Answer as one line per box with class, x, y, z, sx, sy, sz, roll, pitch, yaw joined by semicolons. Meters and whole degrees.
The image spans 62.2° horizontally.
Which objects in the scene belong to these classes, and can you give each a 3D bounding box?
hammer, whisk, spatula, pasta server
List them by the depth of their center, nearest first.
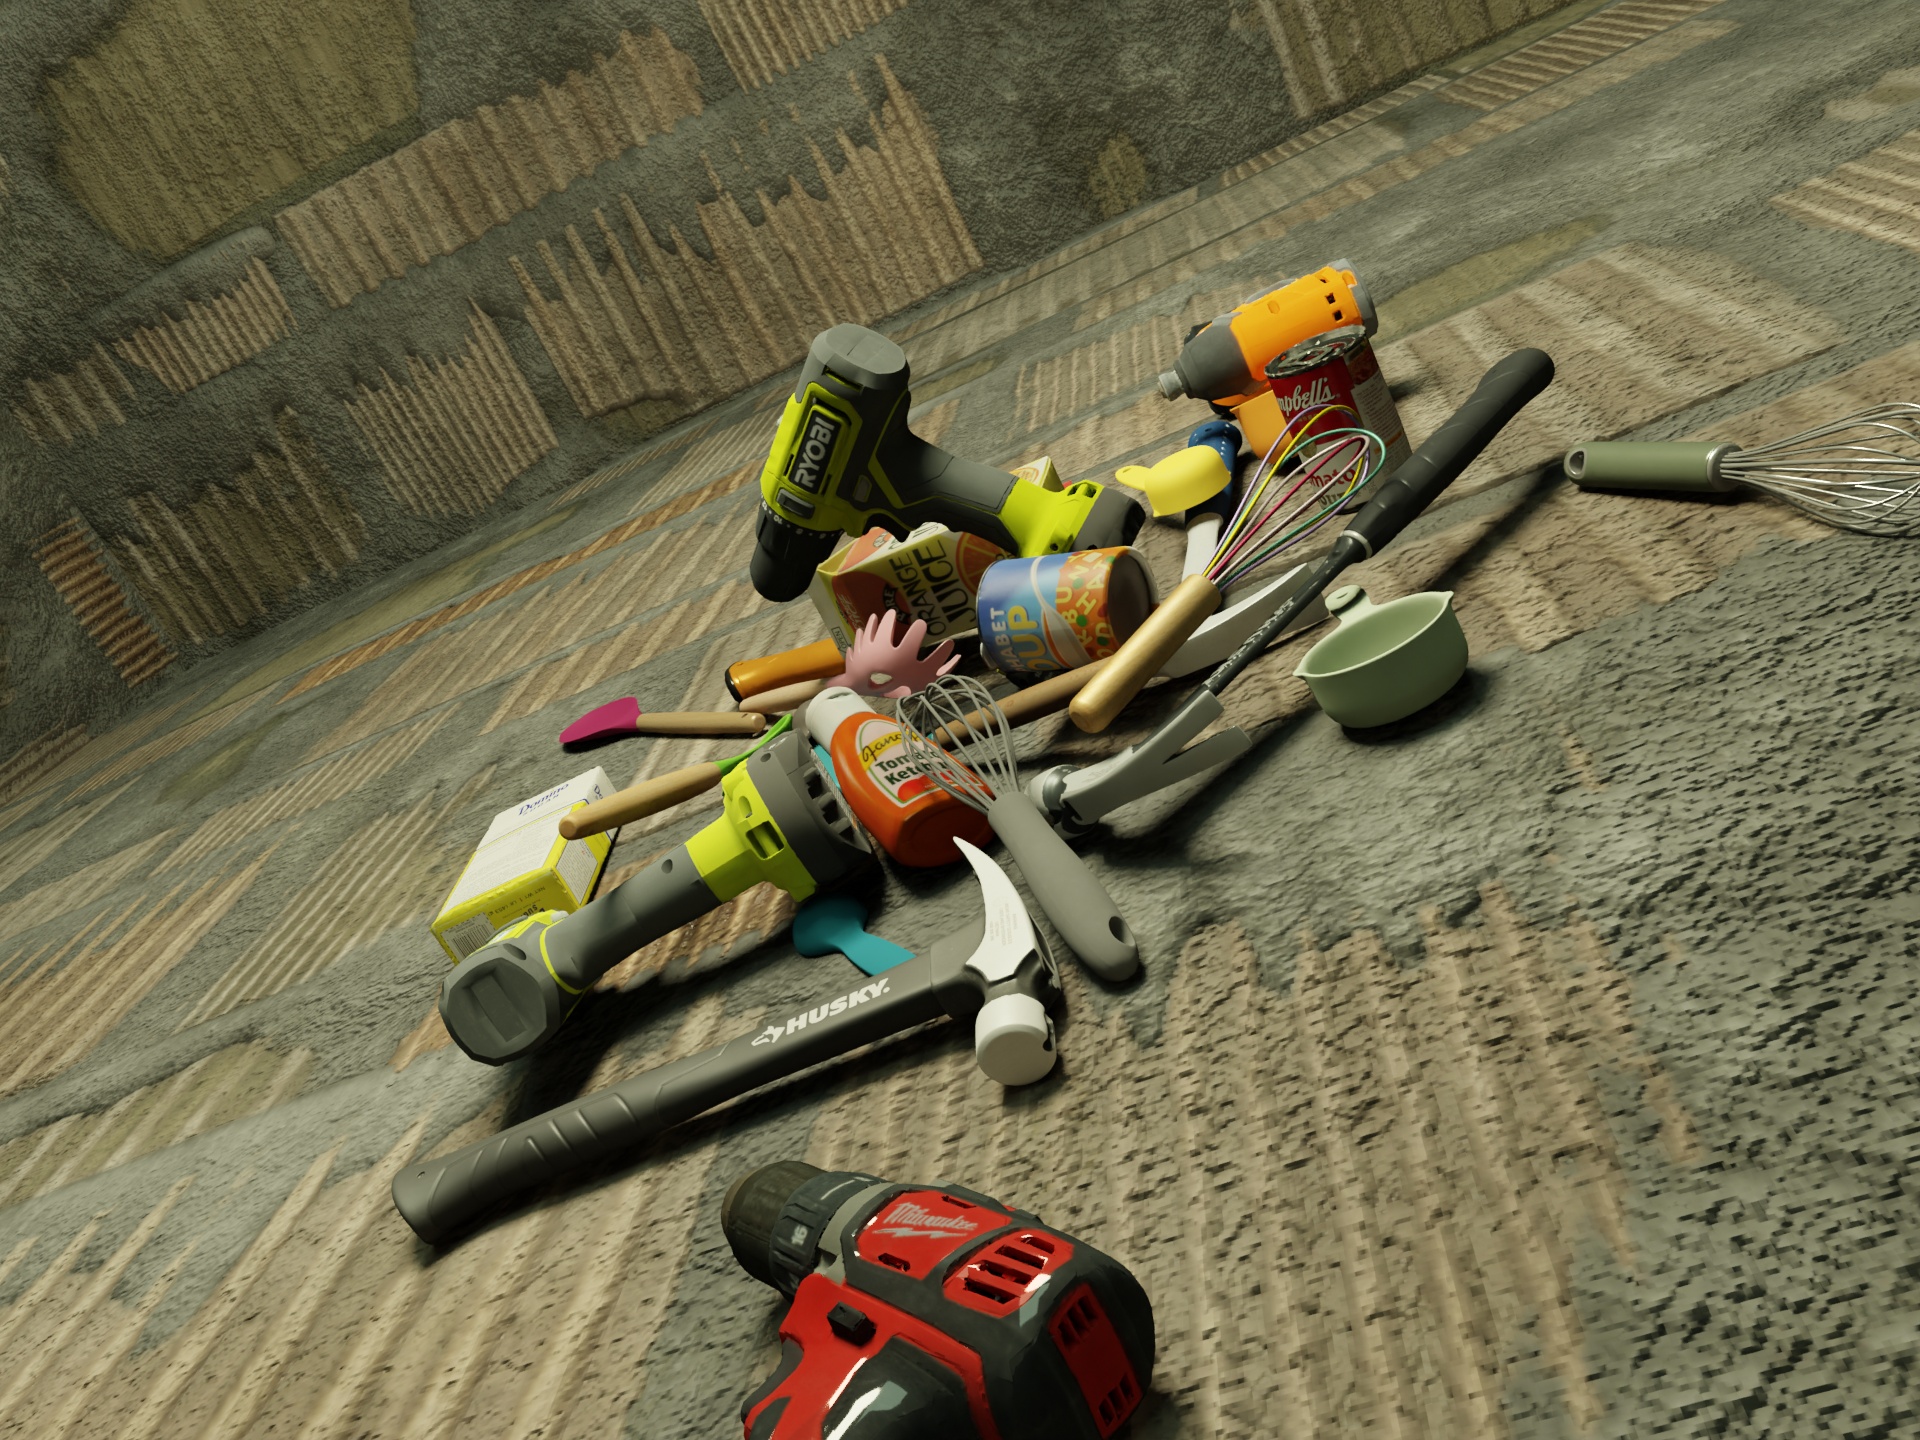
hammer;-0.113;0.158;0.717;0.335;0.035;0.146;-25;27;12
whisk;0.026;0.046;0.751;0.055;0.055;0.239;-29;38;-5
whisk;0.384;-0.125;0.781;0.059;0.058;0.246;3;8;-19
whisk;0.139;-0.077;0.809;0.051;0.047;0.245;34;66;24
hammer;0.198;-0.084;0.827;0.409;0.036;0.149;-42;5;-28
spatula;-0.001;-0.003;0.921;0.317;0.044;0.082;-22;13;48
hammer;0.169;-0.128;1.064;0.144;0.035;0.406;-20;21;20
pasta server;-0.092;-0.027;1.093;0.316;0.060;0.040;-9;51;63
hammer;-0.042;-0.066;1.181;0.337;0.034;0.127;-13;25;34

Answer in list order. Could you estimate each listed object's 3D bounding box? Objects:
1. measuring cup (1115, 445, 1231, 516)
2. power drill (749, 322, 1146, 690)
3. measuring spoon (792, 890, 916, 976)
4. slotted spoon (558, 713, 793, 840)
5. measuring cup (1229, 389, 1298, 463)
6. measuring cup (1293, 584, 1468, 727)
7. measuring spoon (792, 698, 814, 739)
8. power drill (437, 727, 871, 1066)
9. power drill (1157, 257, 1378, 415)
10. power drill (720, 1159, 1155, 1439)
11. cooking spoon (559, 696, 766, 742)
measuring cup;0.138;-0.177;1.125;0.062;0.029;0.157;-30;21;-7
power drill;-0.019;-0.115;0.992;0.190;0.228;0.080;-64;-3;37
measuring spoon;-0.051;0.106;0.790;0.042;0.021;0.129;-35;20;-19
slotted spoon;-0.161;0.038;0.952;0.070;0.031;0.314;-48;-6;14
measuring cup;0.243;-0.224;1.193;0.095;0.052;0.173;-26;4;-4
measuring cup;0.208;-0.038;0.802;0.083;0.038;0.168;-28;10;12
measuring spoon;-0.116;0.017;1.004;0.034;0.018;0.124;-20;18;35
power drill;-0.164;0.094;0.870;0.223;0.080;0.171;-31;4;-3
power drill;0.231;-0.293;1.255;0.164;0.084;0.226;-24;6;10
power drill;-0.072;0.220;0.471;0.227;0.080;0.188;-37;22;-33
cooking spoon;-0.246;0.002;1.298;0.069;0.017;0.319;-41;24;-31
